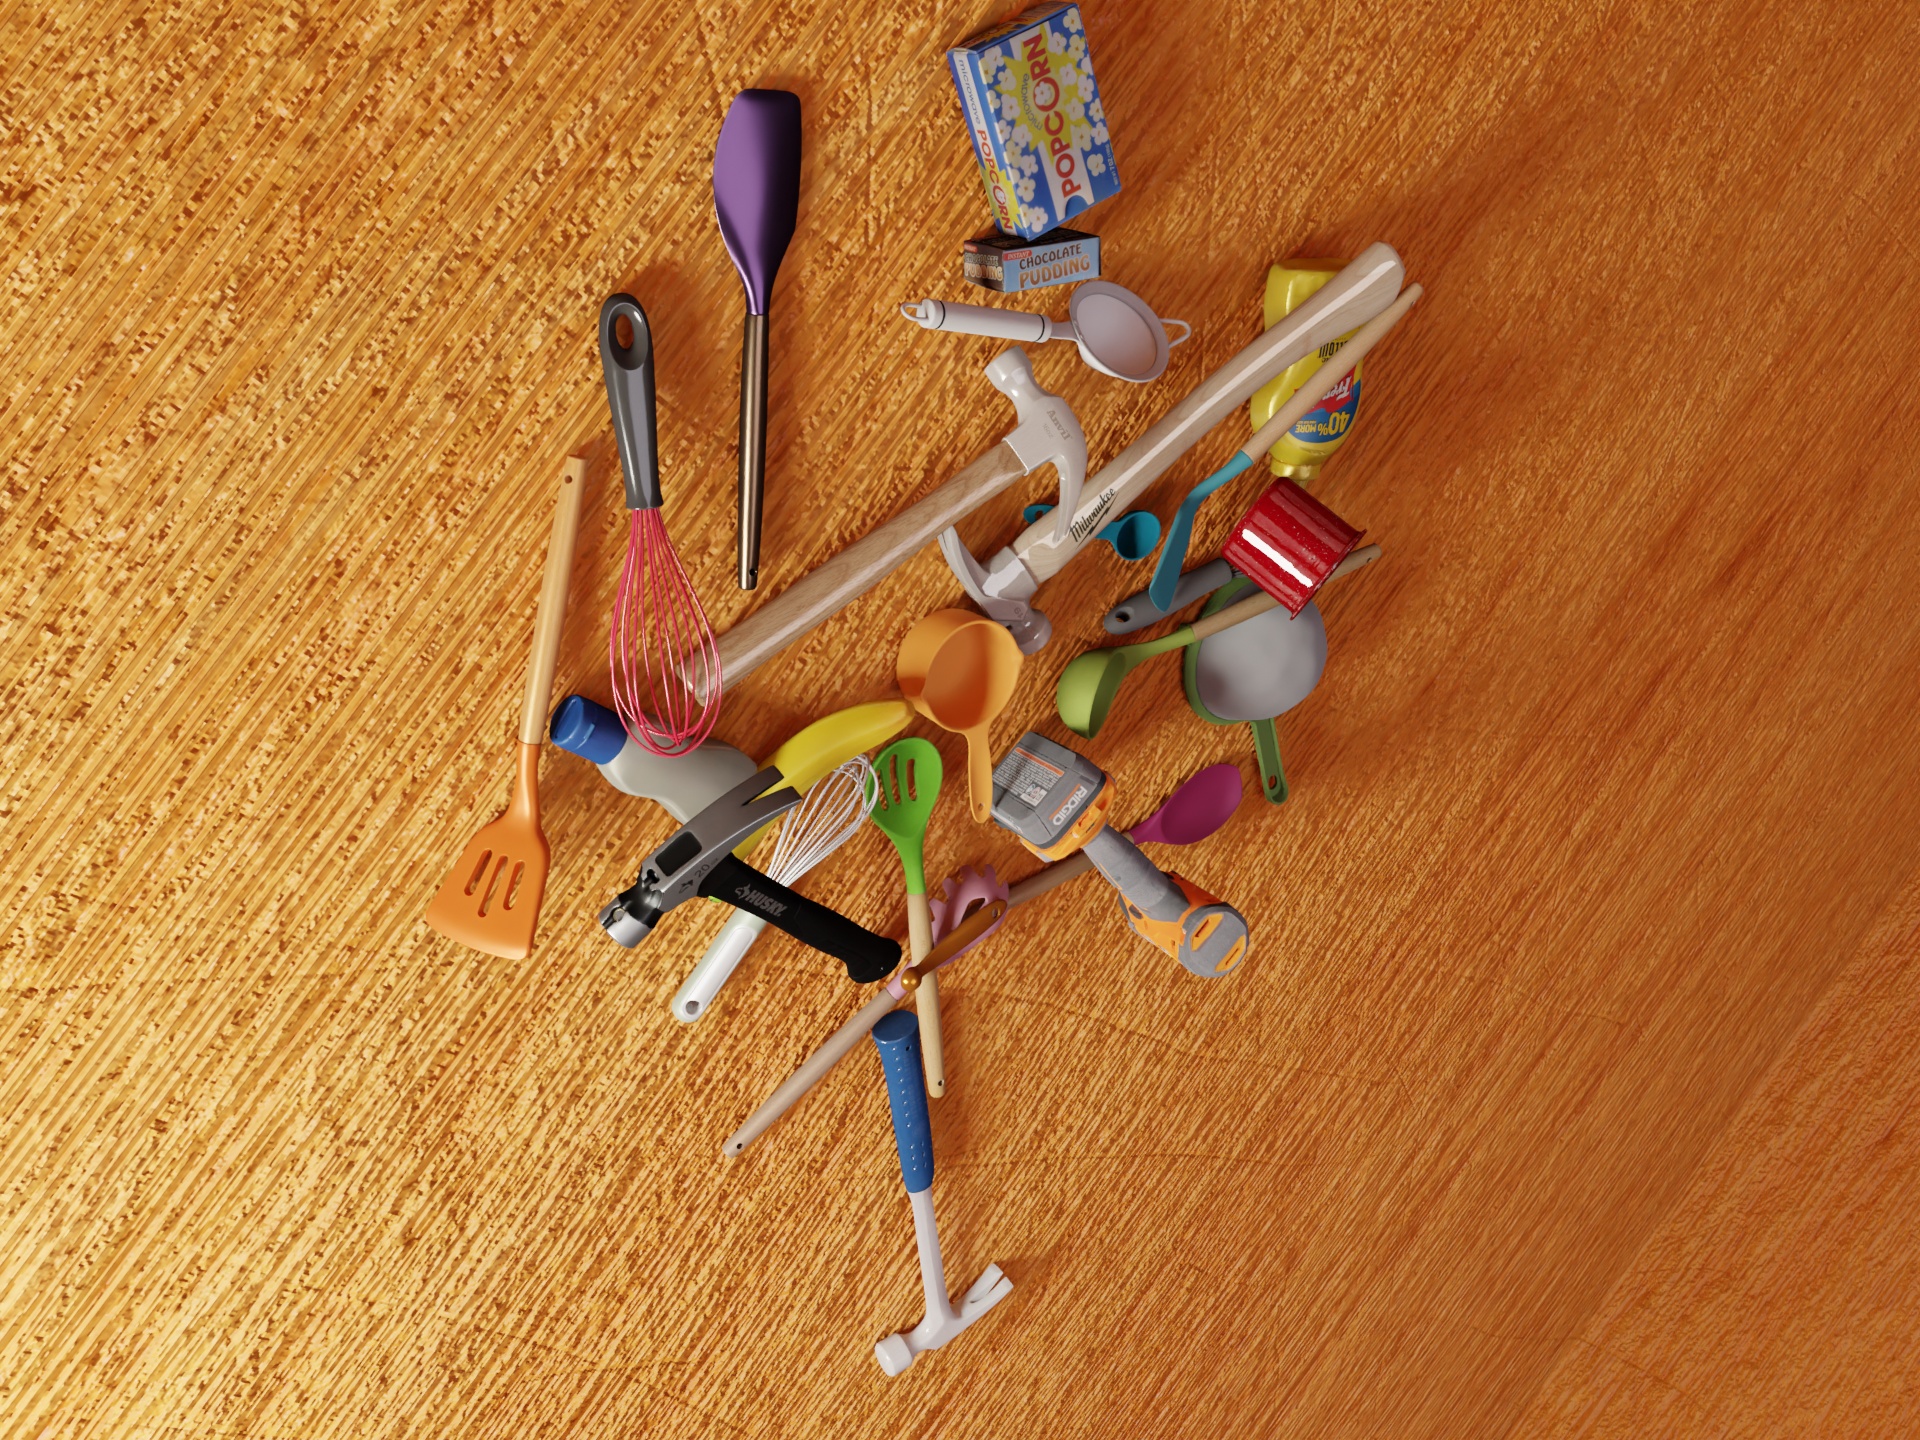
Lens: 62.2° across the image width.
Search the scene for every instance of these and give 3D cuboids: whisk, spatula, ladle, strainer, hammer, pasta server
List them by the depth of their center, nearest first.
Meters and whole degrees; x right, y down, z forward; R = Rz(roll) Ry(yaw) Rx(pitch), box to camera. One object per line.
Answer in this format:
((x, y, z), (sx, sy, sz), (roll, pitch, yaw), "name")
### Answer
((-0.195, -0.116, 0.996), (0.073, 0.073, 0.295), (-16, 113, -31), "whisk")
((-0.273, -0.008, 1.006), (0.041, 0.081, 0.322), (-25, 131, -68), "spatula")
((-0.132, -0.233, 1.013), (0.059, 0.018, 0.315), (-11, 118, -32), "spatula")
((-0.052, -0.116, 1.103), (0.331, 0.031, 0.130), (-37, 93, -9), "hammer")
((0.059, -0.273, 1.108), (0.258, 0.087, 0.050), (-5, 159, -41), "strainer")
((-0.117, 0.135, 1.147), (0.146, 0.035, 0.334), (-44, 151, 1), "hammer")
((-0.140, 0.125, 1.183), (0.057, 0.059, 0.246), (32, 97, -25), "whisk")
((0.164, -0.226, 1.192), (0.410, 0.038, 0.146), (-40, 130, -2), "hammer")
((0.250, -0.217, 1.242), (0.317, 0.044, 0.082), (-45, 162, 6), "spatula")
((-0.077, 0.240, 1.302), (0.316, 0.040, 0.060), (-44, 107, -2), "pasta server")
((0.220, -0.073, 1.312), (0.320, 0.062, 0.078), (-24, 147, -13), "ladle")
((0.220, -0.122, 1.330), (0.239, 0.055, 0.055), (-25, 127, -20), "whisk")
((0.283, -0.014, 1.420), (0.151, 0.069, 0.256), (-33, 128, -20), "strainer")
((-0.031, 0.423, 1.436), (0.144, 0.035, 0.405), (-23, 126, -26), "hammer")

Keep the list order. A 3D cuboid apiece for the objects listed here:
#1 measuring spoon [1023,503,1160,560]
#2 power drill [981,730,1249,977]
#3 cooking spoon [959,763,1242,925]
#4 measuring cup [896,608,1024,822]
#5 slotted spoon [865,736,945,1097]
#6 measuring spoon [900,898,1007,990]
((0.100, -0.155, 1.242), (0.128, 0.021, 0.042), (8, 114, -31), "measuring spoon")
((0.121, 0.110, 1.305), (0.226, 0.164, 0.084), (43, 84, -23), "power drill")
((0.129, 0.114, 1.405), (0.319, 0.017, 0.068), (-23, 118, -27), "cooking spoon")
((-0.002, -0.004, 1.212), (0.095, 0.052, 0.173), (-23, 124, -29), "measuring cup")
((-0.034, 0.159, 1.259), (0.070, 0.031, 0.313), (-16, 110, -30), "slotted spoon")
((-0.002, 0.178, 1.266), (0.117, 0.011, 0.021), (-35, 123, -29), "measuring spoon")
